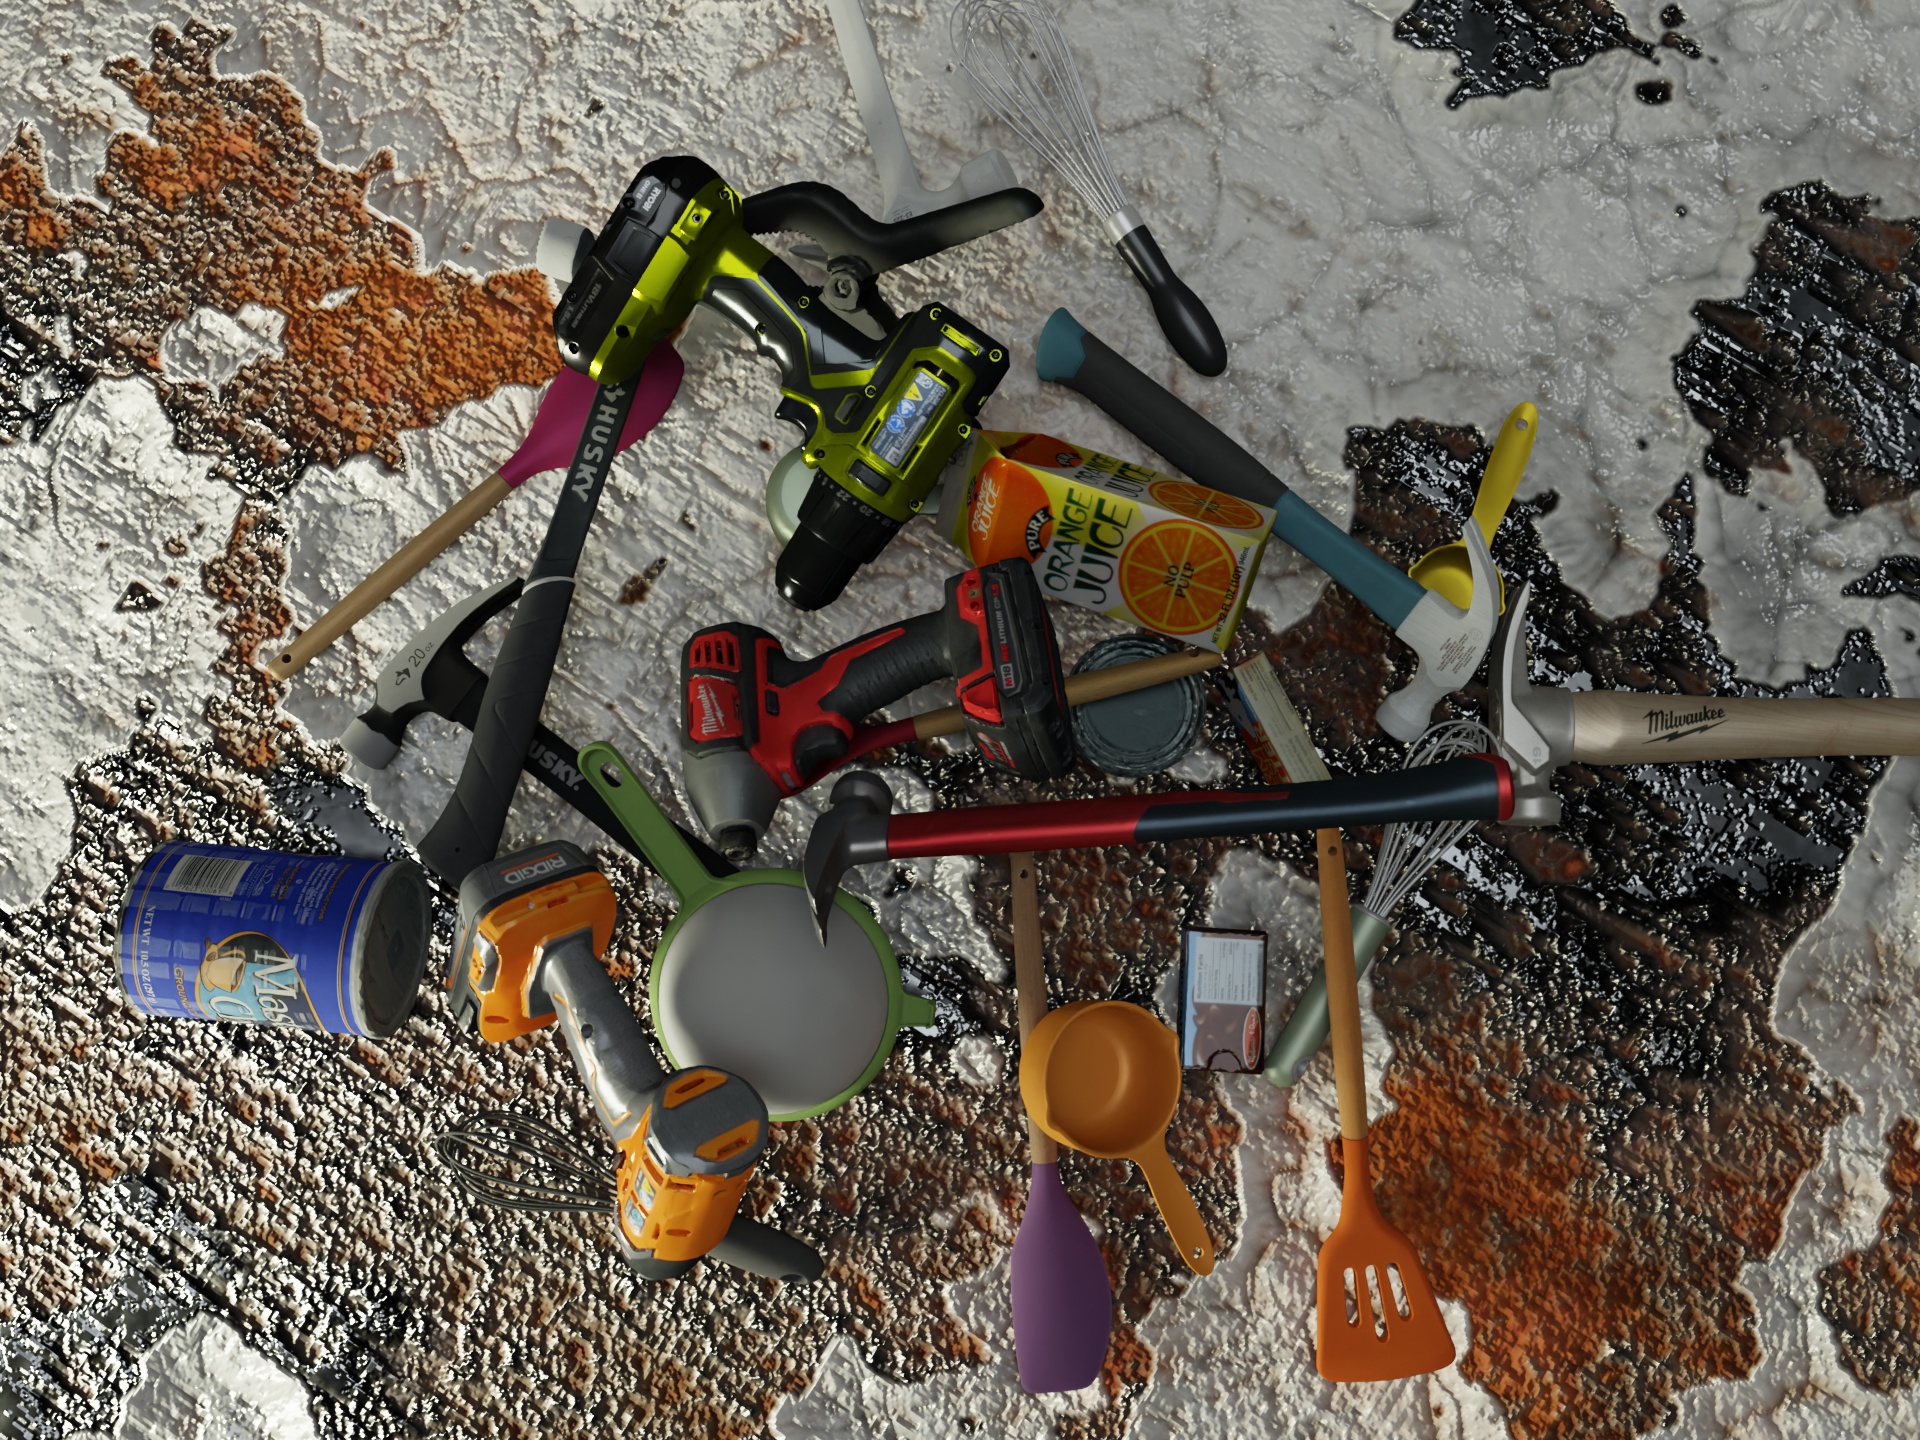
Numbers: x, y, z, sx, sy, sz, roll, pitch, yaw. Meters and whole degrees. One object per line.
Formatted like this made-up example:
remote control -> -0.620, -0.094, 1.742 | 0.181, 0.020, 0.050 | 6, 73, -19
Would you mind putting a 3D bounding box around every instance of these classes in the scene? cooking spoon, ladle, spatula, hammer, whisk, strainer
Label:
cooking spoon -> -0.302, -0.133, 0.987 | 0.319, 0.017, 0.069 | -41, 85, -4
ladle -> -0.001, -0.003, 0.940 | 0.315, 0.031, 0.069 | -13, 50, 8
spatula -> 0.228, 0.218, 0.913 | 0.081, 0.041, 0.322 | -7, 98, 1
spatula -> 0.050, 0.236, 0.944 | 0.059, 0.018, 0.316 | -4, 85, -6
hammer -> -0.087, -0.473, 0.996 | 0.144, 0.035, 0.406 | -21, 79, 22
hammer -> 0.525, -0.005, 0.950 | 0.410, 0.038, 0.146 | 1, 83, 1
hammer -> 0.107, 0.061, 0.877 | 0.386, 0.143, 0.038 | -5, 115, 8
hammer -> 0.177, -0.135, 0.954 | 0.331, 0.033, 0.128 | 39, 120, 10
whisk -> 0.083, -0.333, 0.986 | 0.070, 0.070, 0.284 | -32, 90, -2
hammer -> -0.201, 0.052, 0.959 | 0.335, 0.035, 0.146 | 36, 87, 4
strainer -> -0.142, 0.120, 0.899 | 0.151, 0.069, 0.256 | -36, 92, 8
hammer -> -0.233, -0.096, 0.943 | 0.149, 0.036, 0.409 | 16, 78, -6
whisk -> -0.193, 0.284, 0.932 | 0.239, 0.055, 0.055 | 21, 85, -2
whisk -> 0.247, 0.108, 0.943 | 0.059, 0.057, 0.246 | 29, 88, 38

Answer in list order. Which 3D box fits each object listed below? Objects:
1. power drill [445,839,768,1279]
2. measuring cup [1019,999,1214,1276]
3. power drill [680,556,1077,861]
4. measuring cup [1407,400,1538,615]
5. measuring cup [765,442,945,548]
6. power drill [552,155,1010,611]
power drill -> -0.198, 0.196, 0.876 | 0.084, 0.164, 0.227 | -19, 56, -39
measuring cup -> 0.096, 0.243, 0.924 | 0.095, 0.052, 0.173 | -29, 96, -22
power drill -> -0.053, -0.003, 0.895 | 0.219, 0.078, 0.143 | -13, 57, 9
measuring cup -> 0.317, -0.121, 0.971 | 0.062, 0.029, 0.156 | 23, 83, 3
measuring cup -> -0.037, -0.137, 0.972 | 0.167, 0.038, 0.083 | -3, 84, 3
power drill -> -0.111, -0.192, 0.912 | 0.228, 0.080, 0.190 | 34, 101, -4
